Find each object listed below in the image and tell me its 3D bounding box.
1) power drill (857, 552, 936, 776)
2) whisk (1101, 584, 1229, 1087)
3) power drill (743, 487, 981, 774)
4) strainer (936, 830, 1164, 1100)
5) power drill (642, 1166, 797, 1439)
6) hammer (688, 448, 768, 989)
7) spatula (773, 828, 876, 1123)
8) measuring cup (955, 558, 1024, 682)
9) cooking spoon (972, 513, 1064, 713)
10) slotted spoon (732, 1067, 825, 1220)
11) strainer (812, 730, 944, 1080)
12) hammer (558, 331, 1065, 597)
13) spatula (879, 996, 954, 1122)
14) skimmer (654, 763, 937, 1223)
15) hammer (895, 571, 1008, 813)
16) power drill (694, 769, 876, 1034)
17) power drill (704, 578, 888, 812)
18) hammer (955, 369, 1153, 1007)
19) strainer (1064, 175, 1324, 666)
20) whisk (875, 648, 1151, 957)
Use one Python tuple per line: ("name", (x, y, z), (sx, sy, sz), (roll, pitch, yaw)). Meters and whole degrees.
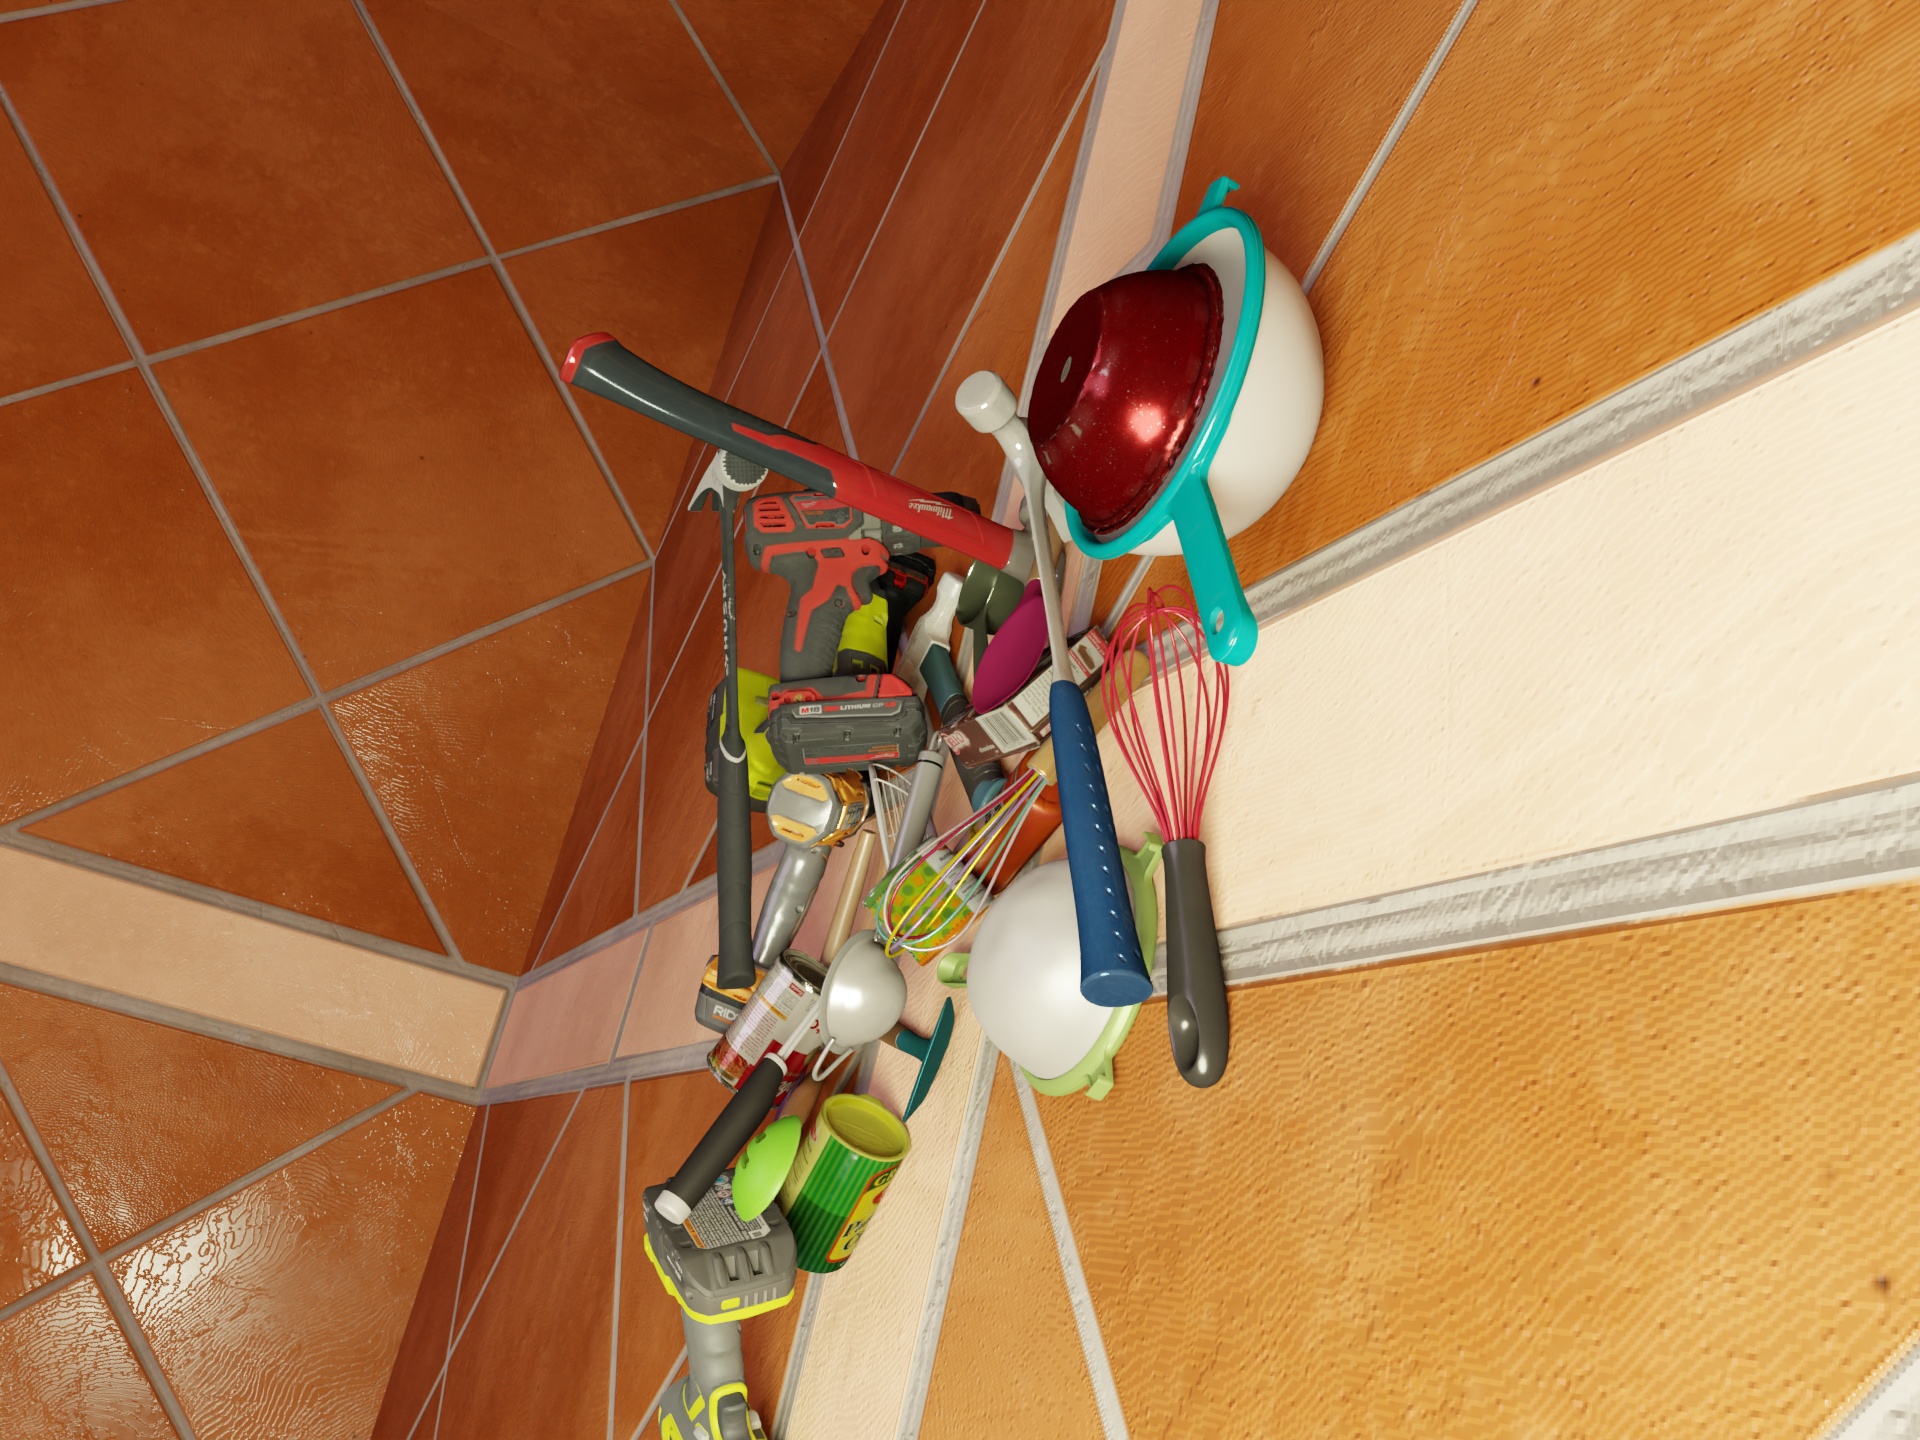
("power drill", (-0.090, -0.046, 1.456), (0.143, 0.078, 0.220), (-41, 36, 52))
("whisk", (0.117, 0.051, 0.845), (0.073, 0.073, 0.296), (-46, 37, 48))
("power drill", (-0.070, -0.081, 1.229), (0.080, 0.188, 0.227), (95, 170, -68))
("strainer", (0.024, 0.143, 0.967), (0.256, 0.069, 0.151), (-20, 52, 63))
("power drill", (-0.150, 0.431, 1.040), (0.191, 0.080, 0.228), (-155, 62, -62))
("hammer", (-0.176, 0.002, 1.209), (0.149, 0.036, 0.409), (180, 89, -70))
("spatula", (-0.117, 0.237, 1.268), (0.060, 0.018, 0.316), (-52, -21, -83))
("measuring cup", (0.030, -0.069, 1.217), (0.083, 0.038, 0.168), (-50, 29, 42))
("cooking spoon", (0.058, -0.105, 1.100), (0.068, 0.017, 0.319), (-36, 22, 34))
("slotted spoon", (-0.120, 0.282, 1.119), (0.070, 0.031, 0.314), (-56, -2, 0))
("strainer", (-0.045, 0.123, 1.090), (0.050, 0.086, 0.259), (3, 66, 27))
("hammer", (-0.099, -0.165, 1.127), (0.038, 0.386, 0.143), (-38, 36, 55))
("spatula", (-0.056, 0.220, 1.141), (0.317, 0.044, 0.082), (-2, 68, 70))
("skimmer", (-0.119, 0.183, 1.116), (0.363, 0.090, 0.127), (-53, -28, -34))
("hammer", (-0.002, -0.004, 1.239), (0.128, 0.033, 0.331), (-62, 21, 18))
("power drill", (-0.131, 0.142, 1.319), (0.185, 0.084, 0.226), (-3, -68, -78))
("power drill", (-0.137, -0.033, 1.375), (0.223, 0.080, 0.171), (-43, 39, 41))
("hammer", (0.064, -0.023, 0.925), (0.035, 0.143, 0.406), (-24, 50, 22))
("strainer", (0.153, -0.138, 0.882), (0.341, 0.095, 0.211), (-95, 29, -47))
("whisk", (0.034, 0.050, 0.978), (0.245, 0.047, 0.051), (-48, 41, -10))
